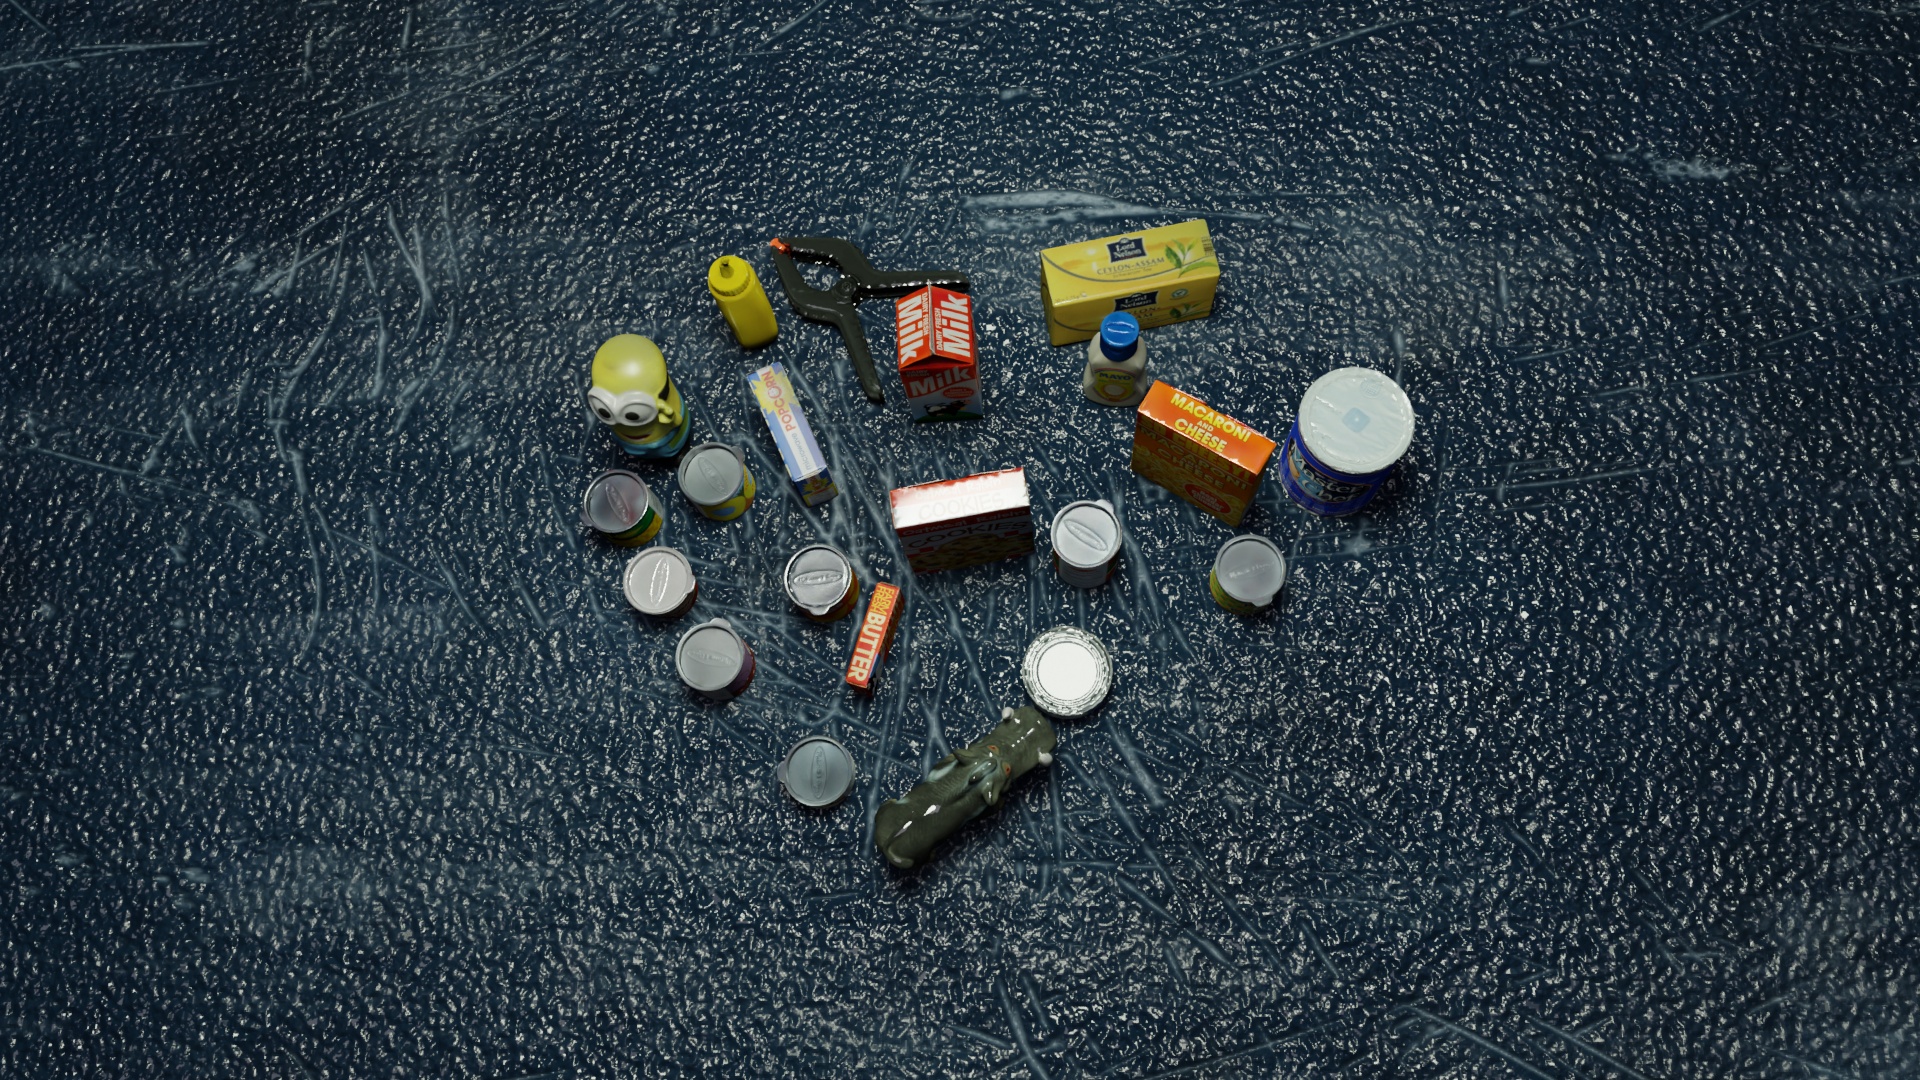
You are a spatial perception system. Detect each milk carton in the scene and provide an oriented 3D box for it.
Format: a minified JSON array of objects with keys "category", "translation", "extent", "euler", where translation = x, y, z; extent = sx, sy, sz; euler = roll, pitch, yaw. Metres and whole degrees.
[{"category":"milk carton","translation":[-0.020,-0.180,1.346],"extent":[0.073,0.190,0.072],"euler":[-4,74,3]}]

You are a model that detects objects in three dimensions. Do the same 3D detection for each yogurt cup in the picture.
[{"category":"yogurt cup","translation":[-0.292,0.045,1.370],"extent":[0.072,0.054,0.072],"euler":[-1,73,4]}]

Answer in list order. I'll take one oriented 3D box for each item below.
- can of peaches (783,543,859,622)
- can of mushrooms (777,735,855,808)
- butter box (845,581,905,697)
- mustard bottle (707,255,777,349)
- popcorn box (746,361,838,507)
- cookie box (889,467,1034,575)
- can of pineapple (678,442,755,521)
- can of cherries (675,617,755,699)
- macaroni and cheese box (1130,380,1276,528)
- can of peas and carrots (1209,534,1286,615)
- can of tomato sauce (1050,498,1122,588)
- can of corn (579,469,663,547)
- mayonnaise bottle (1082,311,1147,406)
[{"category":"can of peaches","translation":[-0.135,0.045,1.356],"extent":[0.071,0.058,0.071],"euler":[-1,74,4]},{"category":"can of mushrooms","translation":[-0.136,0.220,1.317],"extent":[0.071,0.033,0.071],"euler":[-1,73,4]},{"category":"butter box","translation":[-0.082,0.096,1.340],"extent":[0.024,0.053,0.104],"euler":[15,75,9]},{"category":"mustard bottle","translation":[-0.223,-0.248,1.398],"extent":[0.049,0.160,0.065],"euler":[-25,74,-3]},{"category":"popcorn box","translation":[-0.167,-0.105,1.389],"extent":[0.038,0.085,0.127],"euler":[-25,73,-3]},{"category":"cookie box","translation":[0.005,-0.016,1.307],"extent":[0.123,0.167,0.040],"euler":[-10,73,1]},{"category":"can of pineapple","translation":[-0.242,-0.059,1.396],"extent":[0.071,0.057,0.071],"euler":[-1,74,4]},{"category":"can of cherries","translation":[-0.234,0.115,1.342],"extent":[0.071,0.058,0.071],"euler":[-1,74,4]},{"category":"macaroni and cheese box","translation":[0.225,-0.080,1.310],"extent":[0.124,0.166,0.040],"euler":[30,78,12]},{"category":"can of peas and carrots","translation":[0.275,0.036,1.328],"extent":[0.071,0.058,0.071],"euler":[-1,74,4]},{"category":"can of tomato sauce","translation":[0.121,0.003,1.336],"extent":[0.071,0.083,0.071],"euler":[-1,74,4]},{"category":"can of corn","translation":[-0.340,-0.030,1.394],"extent":[0.071,0.058,0.071],"euler":[-1,74,4]},{"category":"mayonnaise bottle","translation":[0.152,-0.175,1.354],"extent":[0.065,0.147,0.041],"euler":[8,75,7]}]
